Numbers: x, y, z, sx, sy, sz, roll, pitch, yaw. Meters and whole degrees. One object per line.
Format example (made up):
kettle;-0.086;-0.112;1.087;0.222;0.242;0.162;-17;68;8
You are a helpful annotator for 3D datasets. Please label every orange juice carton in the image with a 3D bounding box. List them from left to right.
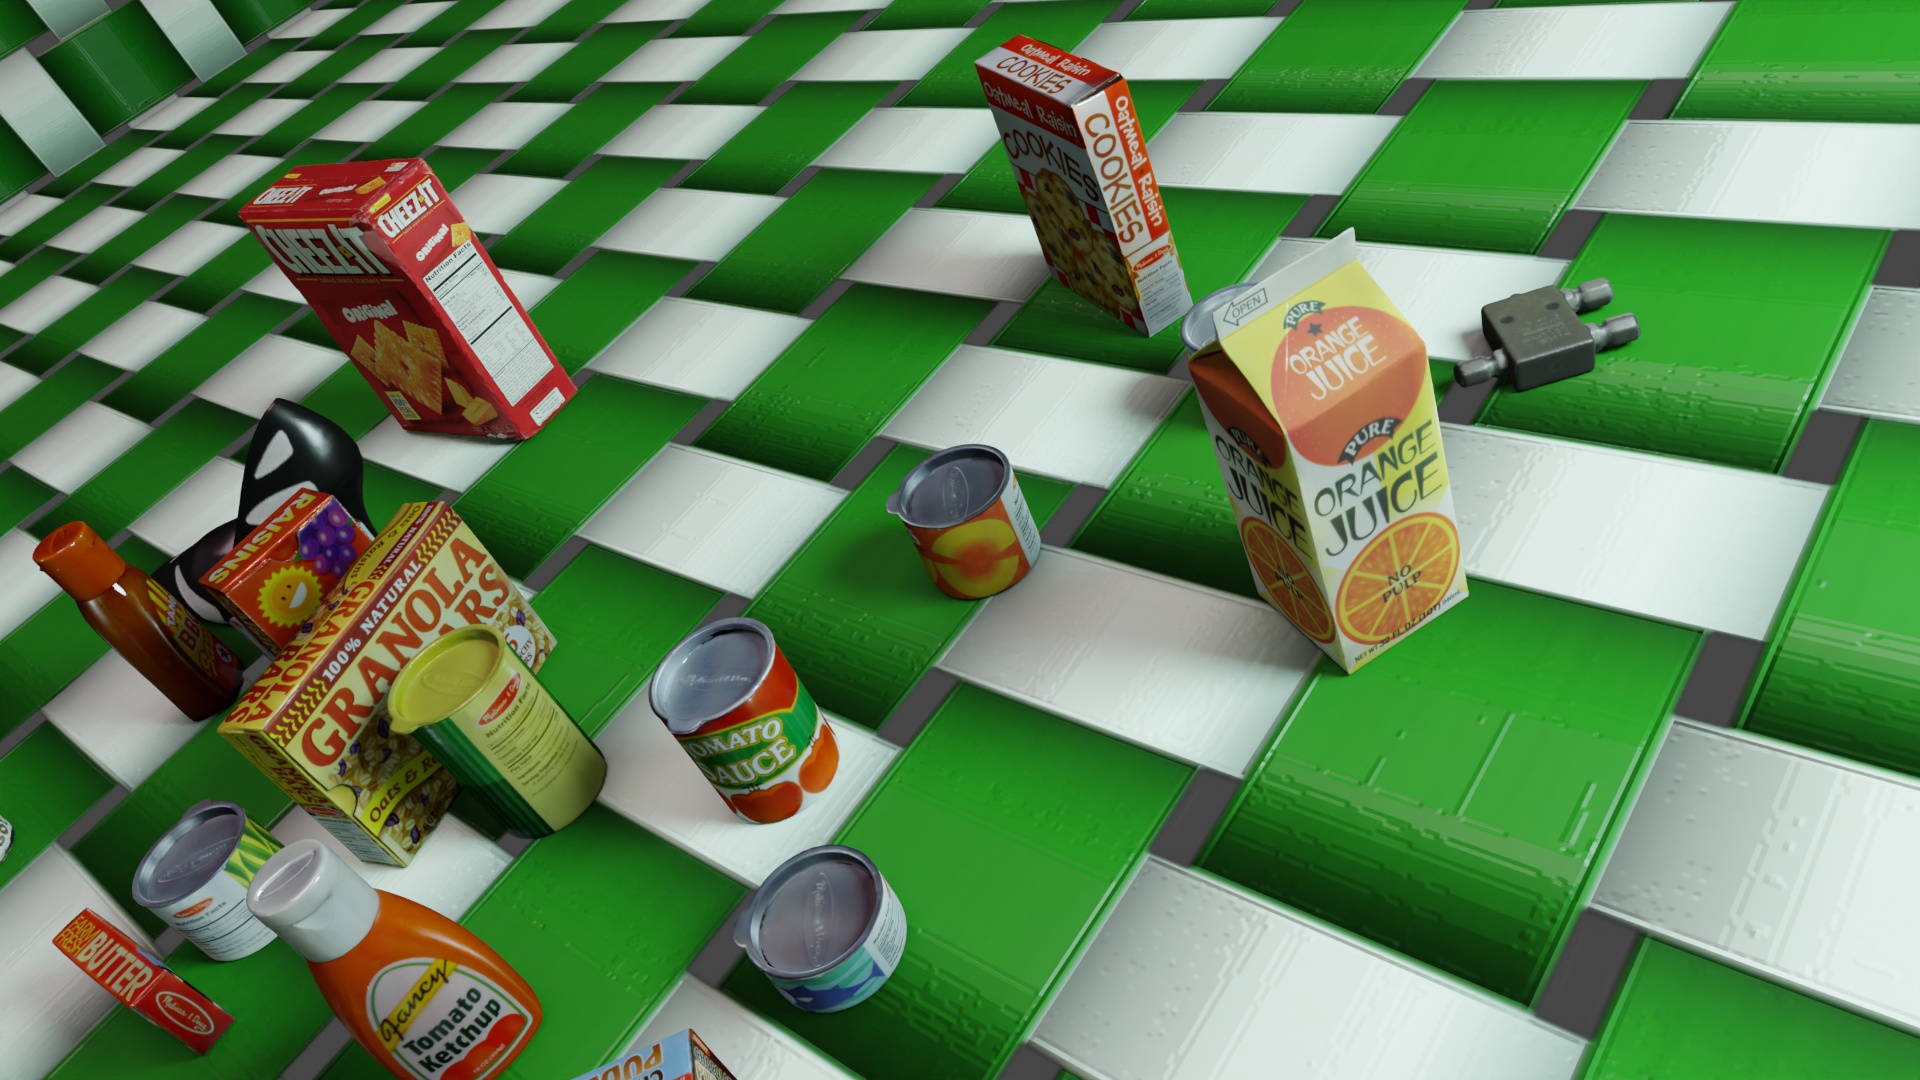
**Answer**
orange juice carton;0.159;-0.040;0.604;0.072;0.191;0.073;-32;39;-7

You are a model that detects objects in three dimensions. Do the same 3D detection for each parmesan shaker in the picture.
parmesan shaker;-0.243;0.104;0.730;0.071;0.102;0.072;-15;40;13

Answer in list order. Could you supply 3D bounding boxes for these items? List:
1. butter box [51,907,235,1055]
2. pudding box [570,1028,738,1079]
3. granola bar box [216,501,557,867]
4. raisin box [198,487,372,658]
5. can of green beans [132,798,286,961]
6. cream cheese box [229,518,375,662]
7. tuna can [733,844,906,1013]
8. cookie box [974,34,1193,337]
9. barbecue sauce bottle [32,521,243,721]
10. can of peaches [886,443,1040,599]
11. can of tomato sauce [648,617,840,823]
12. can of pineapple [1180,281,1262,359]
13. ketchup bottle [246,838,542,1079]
butter box;-0.429;0.230;0.728;0.103;0.053;0.024;11;52;37
pudding box;-0.136;0.238;0.565;0.084;0.049;0.030;-25;39;1
granola bar box;-0.311;0.078;0.778;0.039;0.123;0.166;-1;45;28
raisin box;-0.395;0.040;0.867;0.040;0.123;0.086;12;52;38
can of green beans;-0.402;0.186;0.759;0.071;0.057;0.071;-15;40;13
cream cheese box;-0.437;0.038;0.947;0.024;0.053;0.104;13;52;38
tuna can;-0.061;0.172;0.612;0.071;0.032;0.071;-15;40;13
cookie box;0.078;-0.224;0.873;0.040;0.166;0.123;-34;39;-9
barbecue sauce bottle;-0.537;0.052;0.911;0.044;0.148;0.065;-31;39;-6
can of peaches;0.003;-0.010;0.761;0.071;0.057;0.071;-15;40;13
can of tomato sauce;-0.105;0.091;0.686;0.071;0.082;0.071;-15;40;13
can of pineapple;0.162;-0.102;0.778;0.071;0.057;0.071;-15;40;13
ketchup bottle;-0.247;0.186;0.604;0.065;0.148;0.043;-42;42;-19
